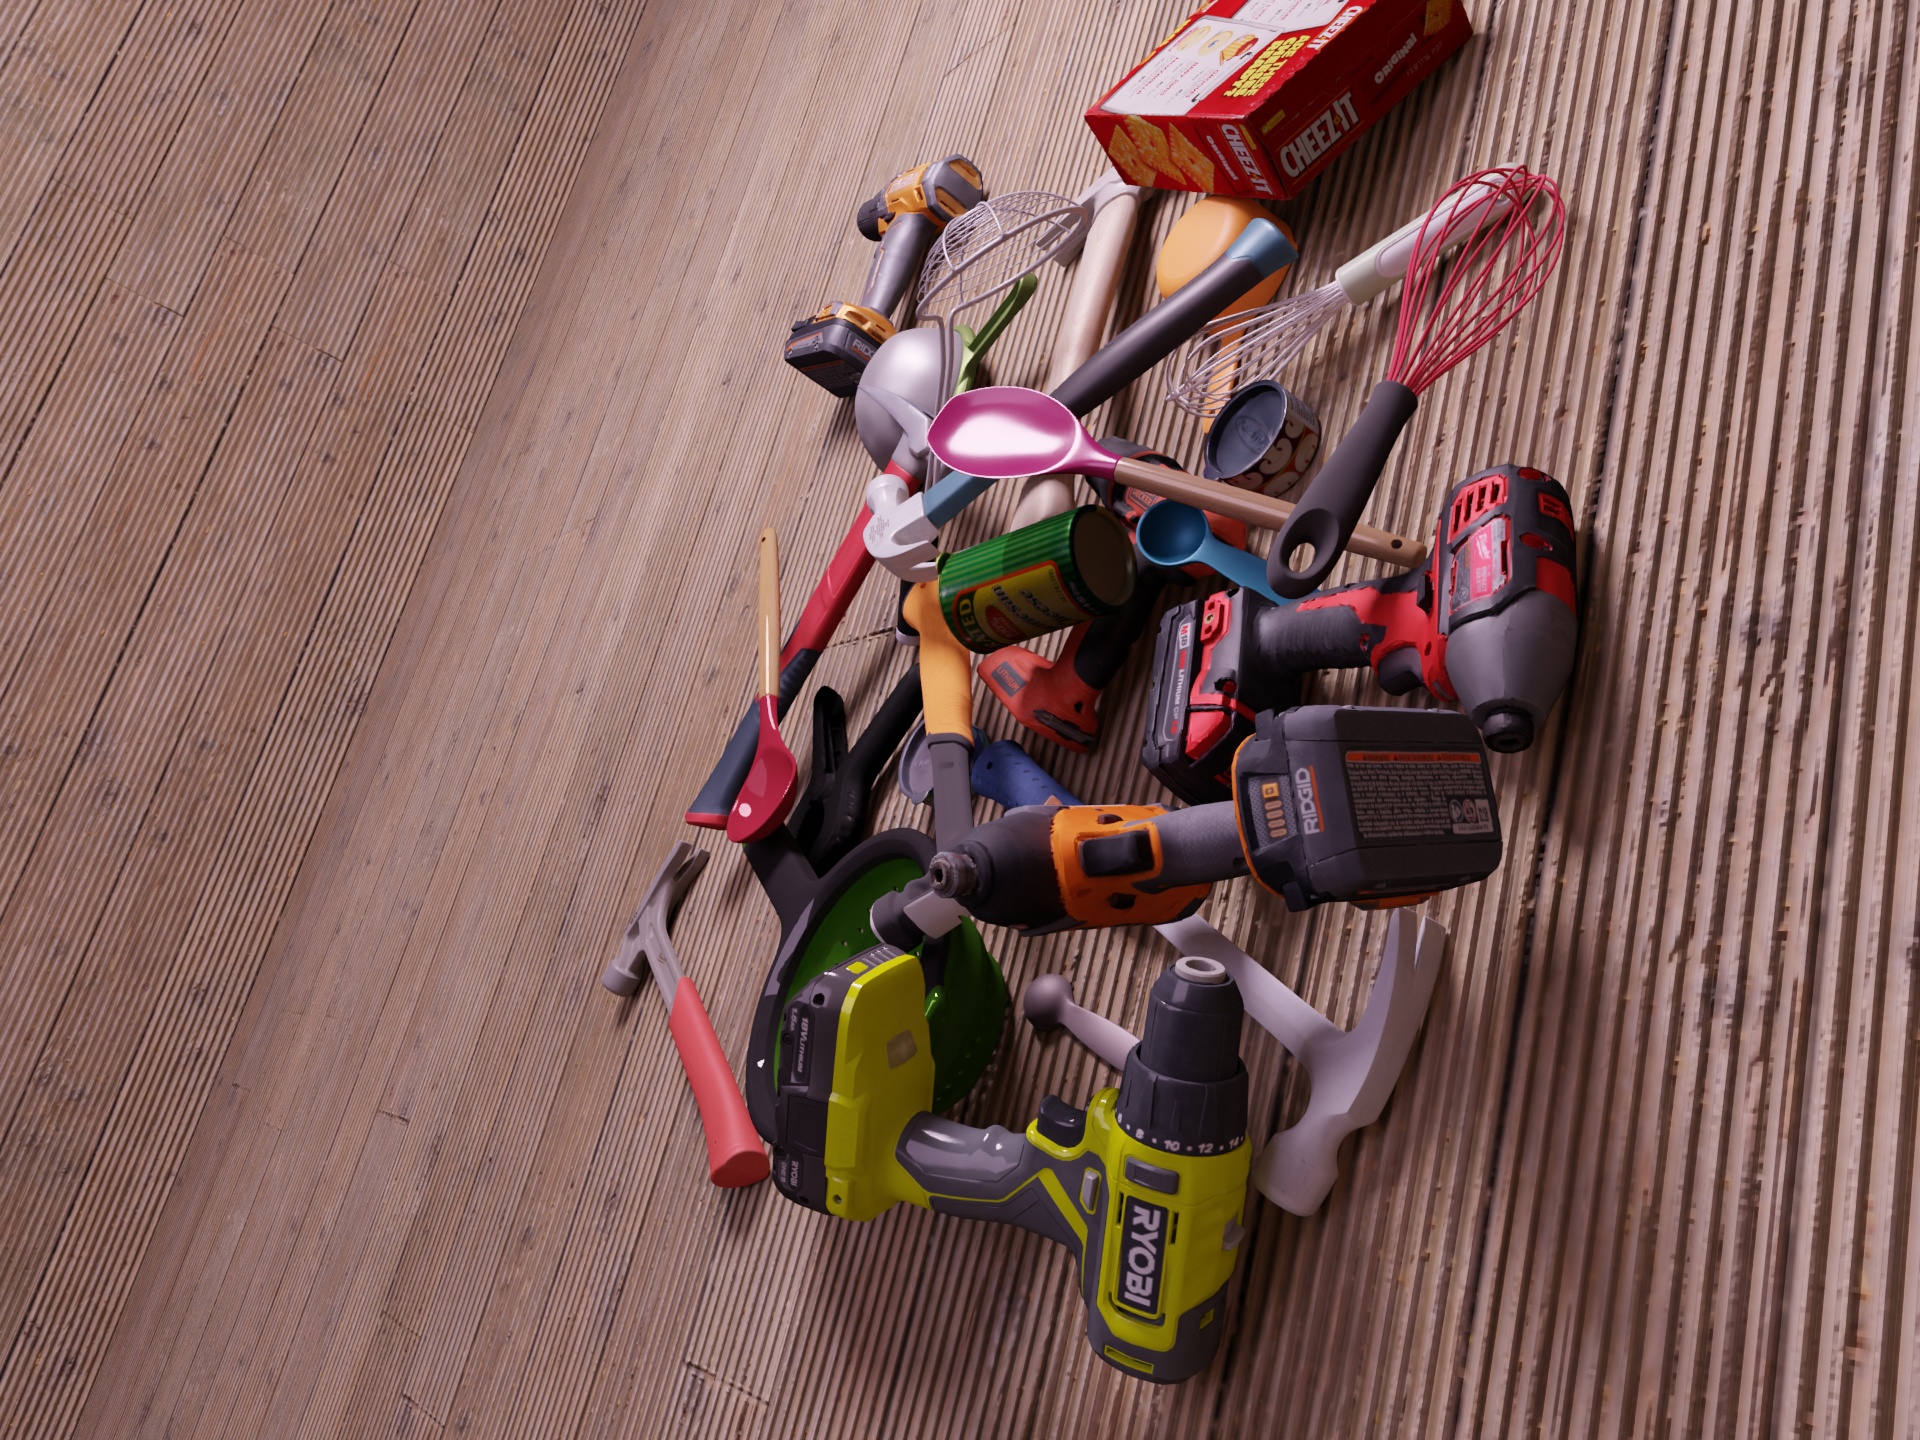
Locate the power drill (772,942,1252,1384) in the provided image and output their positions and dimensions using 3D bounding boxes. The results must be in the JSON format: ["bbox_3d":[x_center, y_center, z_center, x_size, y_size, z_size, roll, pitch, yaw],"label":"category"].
[{"bbox_3d":[0.028,0.185,0.754,0.229,0.080,0.190,12,104,28],"label":"power drill"}]

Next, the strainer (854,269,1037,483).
[{"bbox_3d":[-0.025,-0.291,1.290,0.256,0.069,0.152,-40,36,54],"label":"strainer"}]

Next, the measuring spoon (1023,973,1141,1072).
[{"bbox_3d":[0.069,0.172,0.891,0.124,0.018,0.034,22,86,59],"label":"measuring spoon"}]

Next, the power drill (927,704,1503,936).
[{"bbox_3d":[0.102,0.054,0.714,0.226,0.164,0.084,-20,74,48],"label":"power drill"}]

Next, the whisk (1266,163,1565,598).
[{"bbox_3d":[0.230,-0.178,0.806,0.073,0.073,0.296,1,53,57],"label":"whisk"}]

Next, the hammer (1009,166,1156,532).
[{"bbox_3d":[0.077,-0.254,1.123,0.146,0.038,0.411,-31,35,45],"label":"hammer"}]

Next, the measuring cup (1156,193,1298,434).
[{"bbox_3d":[0.163,-0.271,1.045,0.095,0.052,0.174,-17,52,51],"label":"measuring cup"}]

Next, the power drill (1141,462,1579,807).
[{"bbox_3d":[0.198,-0.026,0.785,0.219,0.078,0.143,-24,45,43],"label":"power drill"}]

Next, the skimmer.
[{"bbox_3d":[0.007,-0.194,1.114,0.090,0.127,0.363,31,131,27],"label":"skimmer"}]

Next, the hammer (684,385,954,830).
[{"bbox_3d":[-0.125,-0.080,1.276,0.143,0.038,0.386,46,110,41],"label":"hammer"}]

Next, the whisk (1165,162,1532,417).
[{"bbox_3d":[0.222,-0.251,0.939,0.246,0.057,0.059,-28,11,35],"label":"whisk"}]

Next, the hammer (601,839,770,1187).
[{"bbox_3d":[-0.208,0.234,1.253,0.149,0.036,0.359,-59,30,9],"label":"hammer"}]

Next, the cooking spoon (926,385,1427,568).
[{"bbox_3d":[0.113,-0.136,0.908,0.319,0.017,0.069,22,71,31],"label":"cooking spoon"}]

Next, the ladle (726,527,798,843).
[{"bbox_3d":[-0.147,-0.034,1.210,0.069,0.031,0.316,-32,43,29],"label":"ladle"}]

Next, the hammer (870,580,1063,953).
[{"bbox_3d":[-0.002,-0.003,0.979,0.127,0.034,0.337,-34,30,17],"label":"hammer"}]

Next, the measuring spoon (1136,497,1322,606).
[{"bbox_3d":[0.157,-0.084,0.899,0.129,0.021,0.042,32,86,22],"label":"measuring spoon"}]

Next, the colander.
[{"bbox_3d":[-0.065,0.151,1.045,0.204,0.094,0.397,-58,25,5],"label":"colander"}]

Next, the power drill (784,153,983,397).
[{"bbox_3d":[-0.082,-0.423,1.514,0.185,0.084,0.226,11,73,59],"label":"power drill"}]

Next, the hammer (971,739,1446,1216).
[{"bbox_3d":[0.107,0.093,0.876,0.144,0.035,0.406,-60,30,6],"label":"hammer"}]

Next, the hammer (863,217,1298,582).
[{"bbox_3d":[0.067,-0.200,1.001,0.331,0.033,0.128,-36,35,23],"label":"hammer"}]
